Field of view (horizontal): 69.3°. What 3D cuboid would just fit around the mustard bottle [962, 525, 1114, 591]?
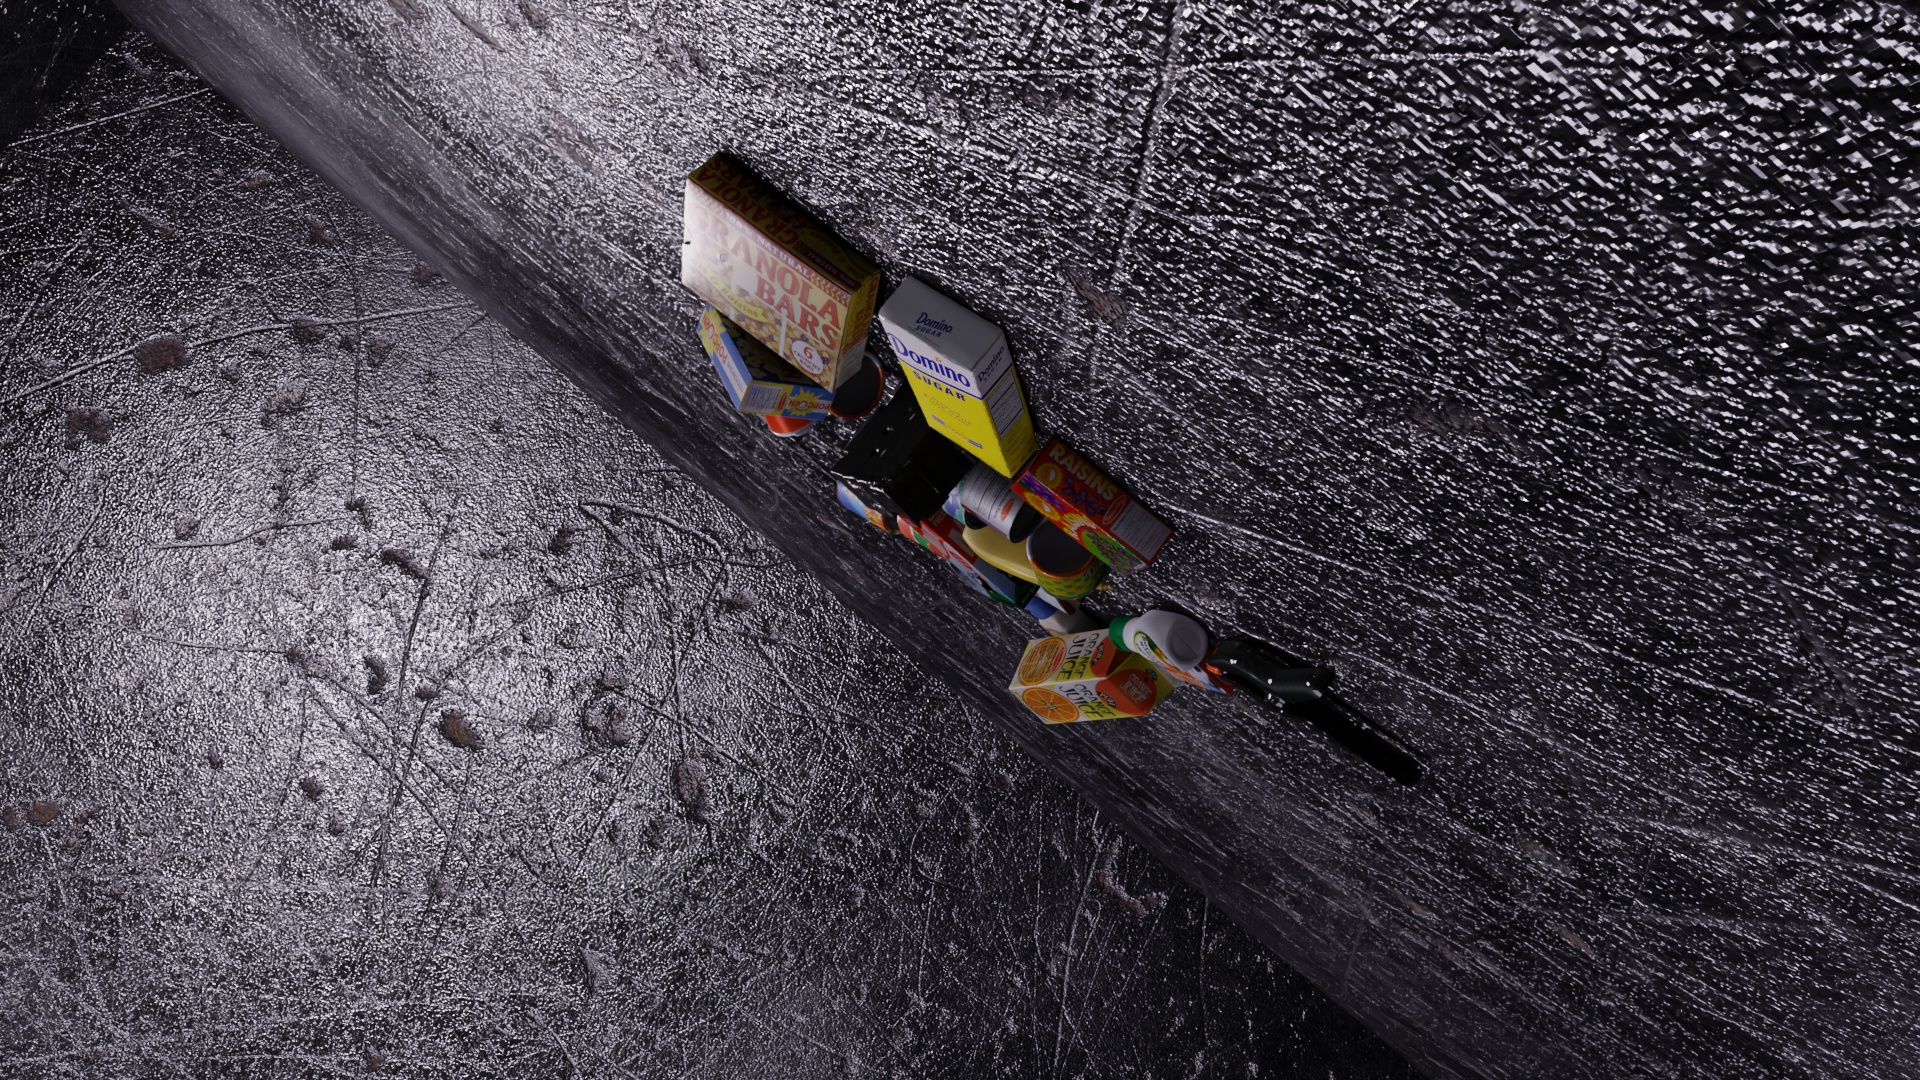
[{"bbox_3d":[0.079,0.014,1.325,0.160,0.065,0.049,30,179,27],"label":"mustard bottle"}]

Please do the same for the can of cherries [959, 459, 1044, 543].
[{"bbox_3d":[0.043,-0.040,1.212,0.058,0.071,0.071,34,169,21],"label":"can of cherries"}]

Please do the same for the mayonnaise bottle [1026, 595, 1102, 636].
[{"bbox_3d":[0.126,0.099,1.591,0.148,0.041,0.064,42,163,-22],"label":"mayonnaise bottle"}]

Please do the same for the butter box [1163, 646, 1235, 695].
[{"bbox_3d":[0.229,0.121,1.378,0.053,0.024,0.103,43,169,-19],"label":"butter box"}]

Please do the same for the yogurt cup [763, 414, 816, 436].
[{"bbox_3d":[-0.192,-0.156,1.529,0.072,0.072,0.053,29,157,43],"label":"yogurt cup"}]

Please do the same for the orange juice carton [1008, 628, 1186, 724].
[{"bbox_3d":[0.152,0.147,1.525,0.192,0.073,0.071,-13,131,46],"label":"orange juice carton"}]

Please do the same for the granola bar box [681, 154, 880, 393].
[{"bbox_3d":[-0.146,-0.208,1.096,0.166,0.039,0.123,37,148,11],"label":"granola bar box"}]

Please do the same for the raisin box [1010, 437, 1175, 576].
[{"bbox_3d":[0.105,-0.026,1.129,0.123,0.040,0.086,38,170,-1],"label":"raisin box"}]

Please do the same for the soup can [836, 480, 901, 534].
[{"bbox_3d":[-0.094,-0.054,1.623,0.084,0.071,0.071,29,166,39],"label":"soup can"}]

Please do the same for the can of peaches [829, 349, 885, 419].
[{"bbox_3d":[-0.111,-0.145,1.272,0.071,0.071,0.058,46,166,-35],"label":"can of peaches"}]

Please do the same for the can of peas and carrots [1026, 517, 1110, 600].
[{"bbox_3d":[0.098,0.014,1.257,0.071,0.071,0.058,34,168,22],"label":"can of peas and carrots"}]

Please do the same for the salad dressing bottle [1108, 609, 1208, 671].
[{"bbox_3d":[0.188,0.094,1.349,0.064,0.044,0.147,45,169,-11],"label":"salad dressing bottle"}]

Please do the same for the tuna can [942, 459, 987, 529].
[{"bbox_3d":[0.015,-0.048,1.275,0.033,0.071,0.071,33,168,31],"label":"tuna can"}]

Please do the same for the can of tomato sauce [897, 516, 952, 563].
[{"bbox_3d":[-0.021,-0.020,1.513,0.083,0.071,0.071,28,165,47],"label":"can of tomato sauce"}]

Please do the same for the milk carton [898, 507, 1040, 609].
[{"bbox_3d":[0.005,-0.018,1.417,0.190,0.072,0.073,42,169,-19],"label":"milk carton"}]

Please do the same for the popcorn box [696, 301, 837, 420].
[{"bbox_3d":[-0.172,-0.160,1.225,0.085,0.038,0.127,3,-140,-35],"label":"popcorn box"}]

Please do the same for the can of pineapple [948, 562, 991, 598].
[{"bbox_3d":[0.028,0.021,1.547,0.071,0.058,0.071,37,169,8],"label":"can of pineapple"}]

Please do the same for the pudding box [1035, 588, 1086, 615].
[{"bbox_3d":[0.091,0.043,1.505,0.084,0.030,0.049,30,168,40],"label":"pudding box"}]
